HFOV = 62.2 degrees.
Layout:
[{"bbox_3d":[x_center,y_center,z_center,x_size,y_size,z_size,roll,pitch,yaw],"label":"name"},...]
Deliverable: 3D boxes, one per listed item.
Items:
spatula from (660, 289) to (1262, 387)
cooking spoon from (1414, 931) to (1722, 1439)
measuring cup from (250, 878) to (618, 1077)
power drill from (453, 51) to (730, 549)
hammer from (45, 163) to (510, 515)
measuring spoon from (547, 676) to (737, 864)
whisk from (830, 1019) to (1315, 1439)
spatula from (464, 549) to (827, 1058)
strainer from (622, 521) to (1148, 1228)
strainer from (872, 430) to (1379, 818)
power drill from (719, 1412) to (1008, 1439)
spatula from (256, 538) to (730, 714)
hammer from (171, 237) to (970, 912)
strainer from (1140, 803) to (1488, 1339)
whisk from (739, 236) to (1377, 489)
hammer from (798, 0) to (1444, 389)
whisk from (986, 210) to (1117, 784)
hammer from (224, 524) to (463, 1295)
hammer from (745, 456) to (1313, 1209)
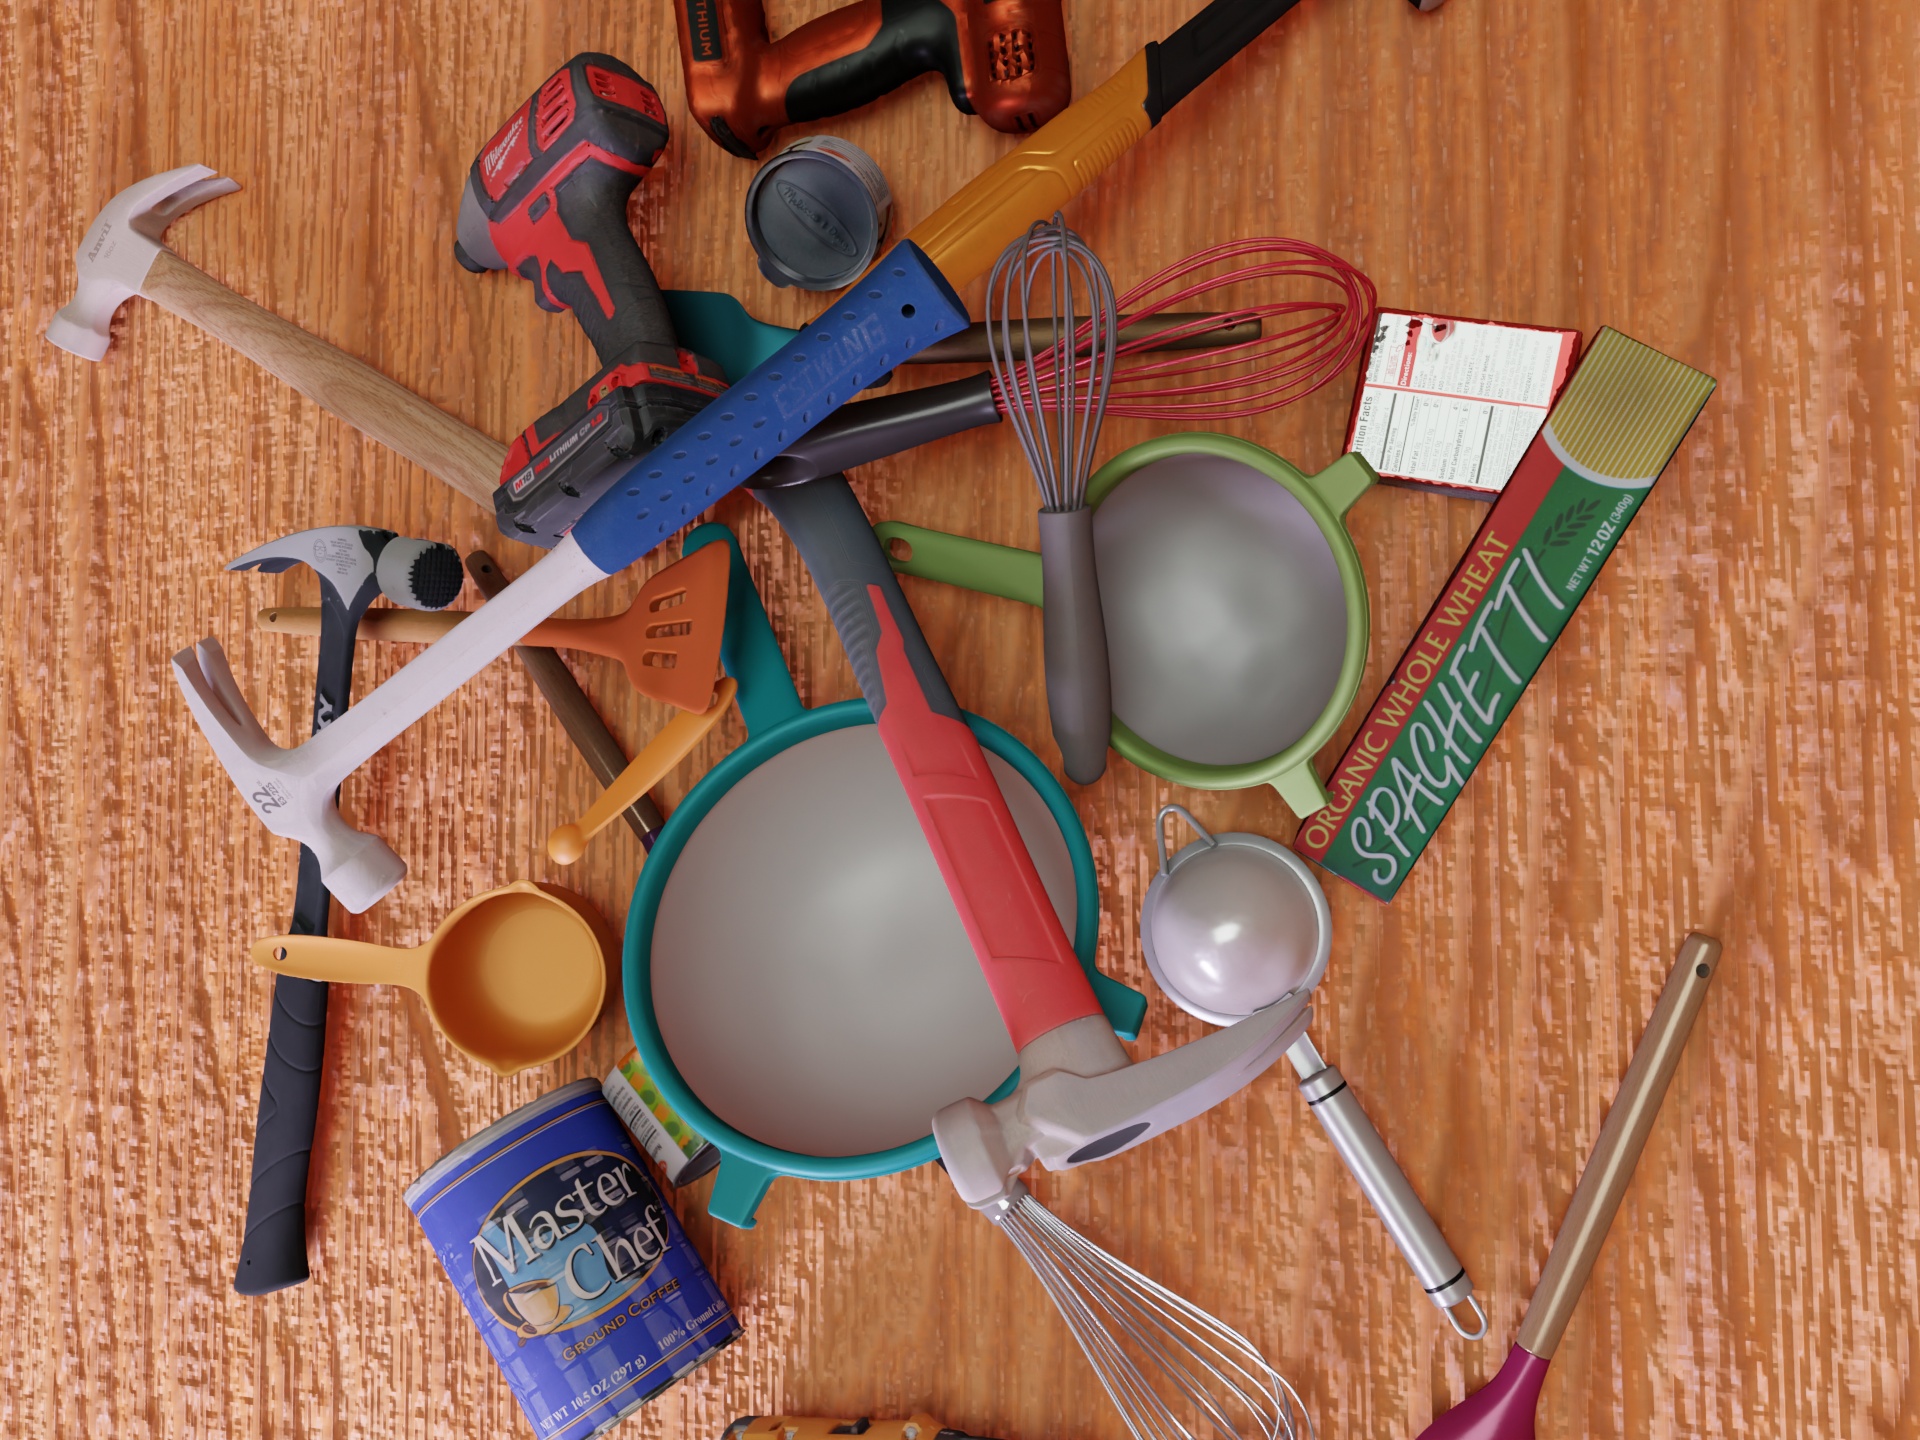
[{"bbox_3d":[-0.016,-0.179,0.764,0.317,0.044,0.082,0,87,13],"label":"spatula"},{"bbox_3d":[0.246,0.236,0.654,0.068,0.017,0.319,22,91,-3],"label":"cooking spoon"},{"bbox_3d":[-0.254,0.119,0.784,0.173,0.052,0.095,5,90,2],"label":"measuring cup"},{"bbox_3d":[-0.188,-0.198,0.778,0.143,0.078,0.220,-28,70,35],"label":"power drill"},{"bbox_3d":[-0.355,-0.197,0.864,0.331,0.031,0.130,30,96,16],"label":"hammer"},{"bbox_3d":[-0.145,0.021,0.722,0.117,0.011,0.021,-44,52,0],"label":"measuring spoon"},{"bbox_3d":[0.041,0.235,0.707,0.285,0.070,0.070,42,99,21],"label":"whisk"},{"bbox_3d":[-0.164,0.035,0.791,0.060,0.018,0.316,-27,71,-30],"label":"spatula"},{"bbox_3d":[-0.058,0.053,0.737,0.211,0.095,0.341,-27,58,3],"label":"strainer"},{"bbox_3d":[0.073,-0.062,0.714,0.256,0.069,0.151,16,112,35],"label":"strainer"},{"bbox_3d":[-0.015,0.426,0.701,0.185,0.084,0.226,-6,81,15],"label":"power drill"},{"bbox_3d":[-0.241,-0.048,0.794,0.323,0.041,0.081,3,83,26],"label":"spatula"},{"bbox_3d":[-0.172,-0.072,0.692,0.405,0.035,0.144,-34,104,17],"label":"hammer"},{"bbox_3d":[0.152,0.149,0.684,0.087,0.050,0.258,-35,81,19],"label":"strainer"},{"bbox_3d":[0.034,-0.148,0.698,0.296,0.073,0.073,-13,83,11],"label":"whisk"},{"bbox_3d":[0.060,-0.269,0.697,0.337,0.034,0.127,-41,78,-4],"label":"hammer"},{"bbox_3d":[0.045,-0.085,0.656,0.055,0.055,0.239,0,108,17],"label":"whisk"},{"bbox_3d":[-0.340,0.101,0.820,0.149,0.036,0.409,12,97,31],"label":"hammer"},{"bbox_3d":[-0.001,-0.002,0.668,0.143,0.038,0.387,-25,56,0],"label":"hammer"}]
